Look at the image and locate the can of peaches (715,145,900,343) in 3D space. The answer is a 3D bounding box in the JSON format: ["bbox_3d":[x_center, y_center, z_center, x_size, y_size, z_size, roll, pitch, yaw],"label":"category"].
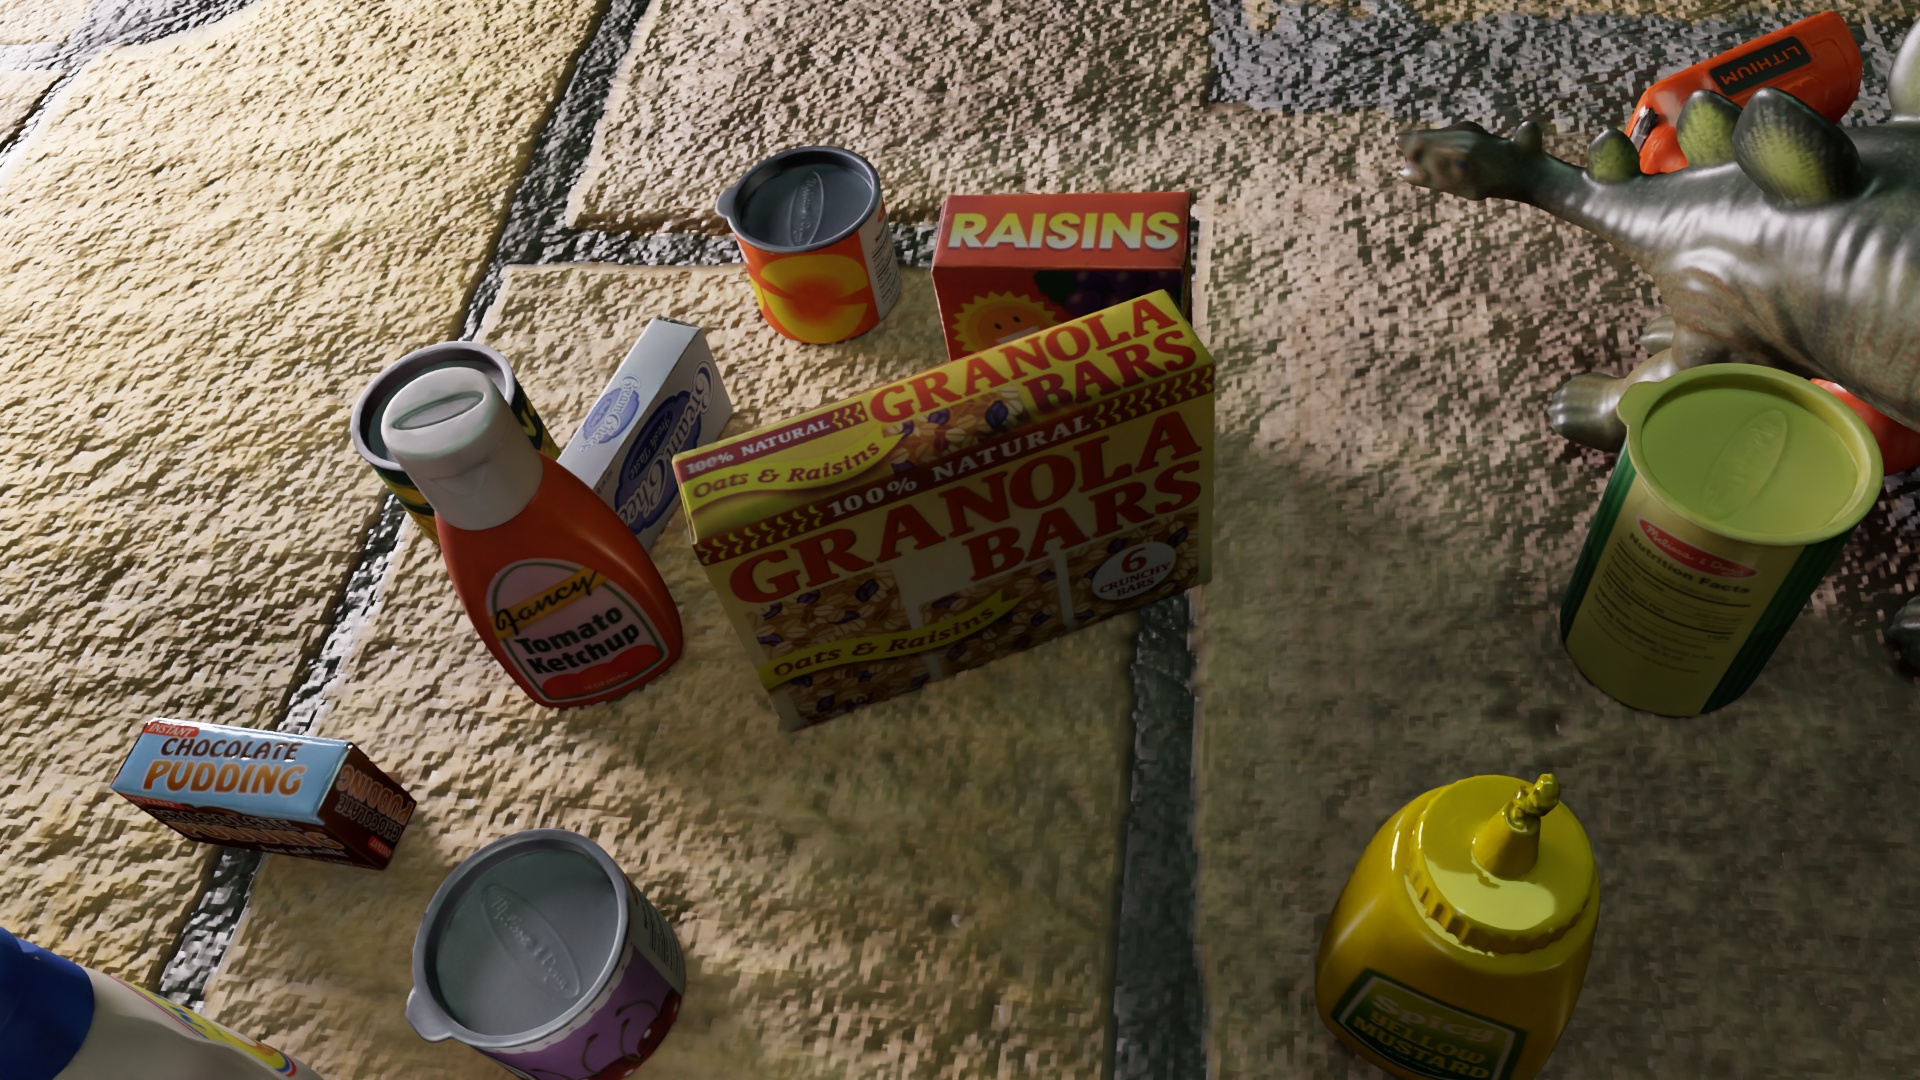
[{"bbox_3d":[-0.065,-0.128,0.607,0.071,0.057,0.071,-4,55,6],"label":"can of peaches"}]

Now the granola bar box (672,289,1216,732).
[{"bbox_3d":[0.002,-0.006,0.469,0.166,0.123,0.039,-19,55,-4],"label":"granola bar box"}]

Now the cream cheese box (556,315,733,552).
[{"bbox_3d":[-0.129,-0.034,0.553,0.024,0.053,0.104,14,59,18],"label":"cream cheese box"}]

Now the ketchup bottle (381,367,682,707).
[{"bbox_3d":[-0.145,0.002,0.472,0.065,0.148,0.044,-20,55,-5],"label":"ketchup bottle"}]

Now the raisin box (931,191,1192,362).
[{"bbox_3d":[0.042,-0.069,0.507,0.086,0.122,0.040,3,56,11],"label":"raisin box"}]

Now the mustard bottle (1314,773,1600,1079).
[{"bbox_3d":[0.128,0.097,0.353,0.065,0.159,0.049,17,60,20],"label":"mustard bottle"}]

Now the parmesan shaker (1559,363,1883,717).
[{"bbox_3d":[0.231,0.001,0.439,0.071,0.102,0.071,-4,55,6],"label":"parmesan shaker"}]

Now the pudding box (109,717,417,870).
[{"bbox_3d":[-0.243,0.089,0.488,0.084,0.049,0.030,5,56,13],"label":"pudding box"}]

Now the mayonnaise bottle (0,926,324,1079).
[{"bbox_3d":[-0.234,0.146,0.386,0.065,0.147,0.041,18,60,20],"label":"mayonnaise bottle"}]

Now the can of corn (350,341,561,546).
[{"bbox_3d":[-0.200,-0.036,0.564,0.071,0.058,0.071,-4,55,6],"label":"can of corn"}]

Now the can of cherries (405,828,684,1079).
[{"bbox_3d":[-0.128,0.133,0.432,0.071,0.058,0.072,-4,55,6],"label":"can of cherries"}]
